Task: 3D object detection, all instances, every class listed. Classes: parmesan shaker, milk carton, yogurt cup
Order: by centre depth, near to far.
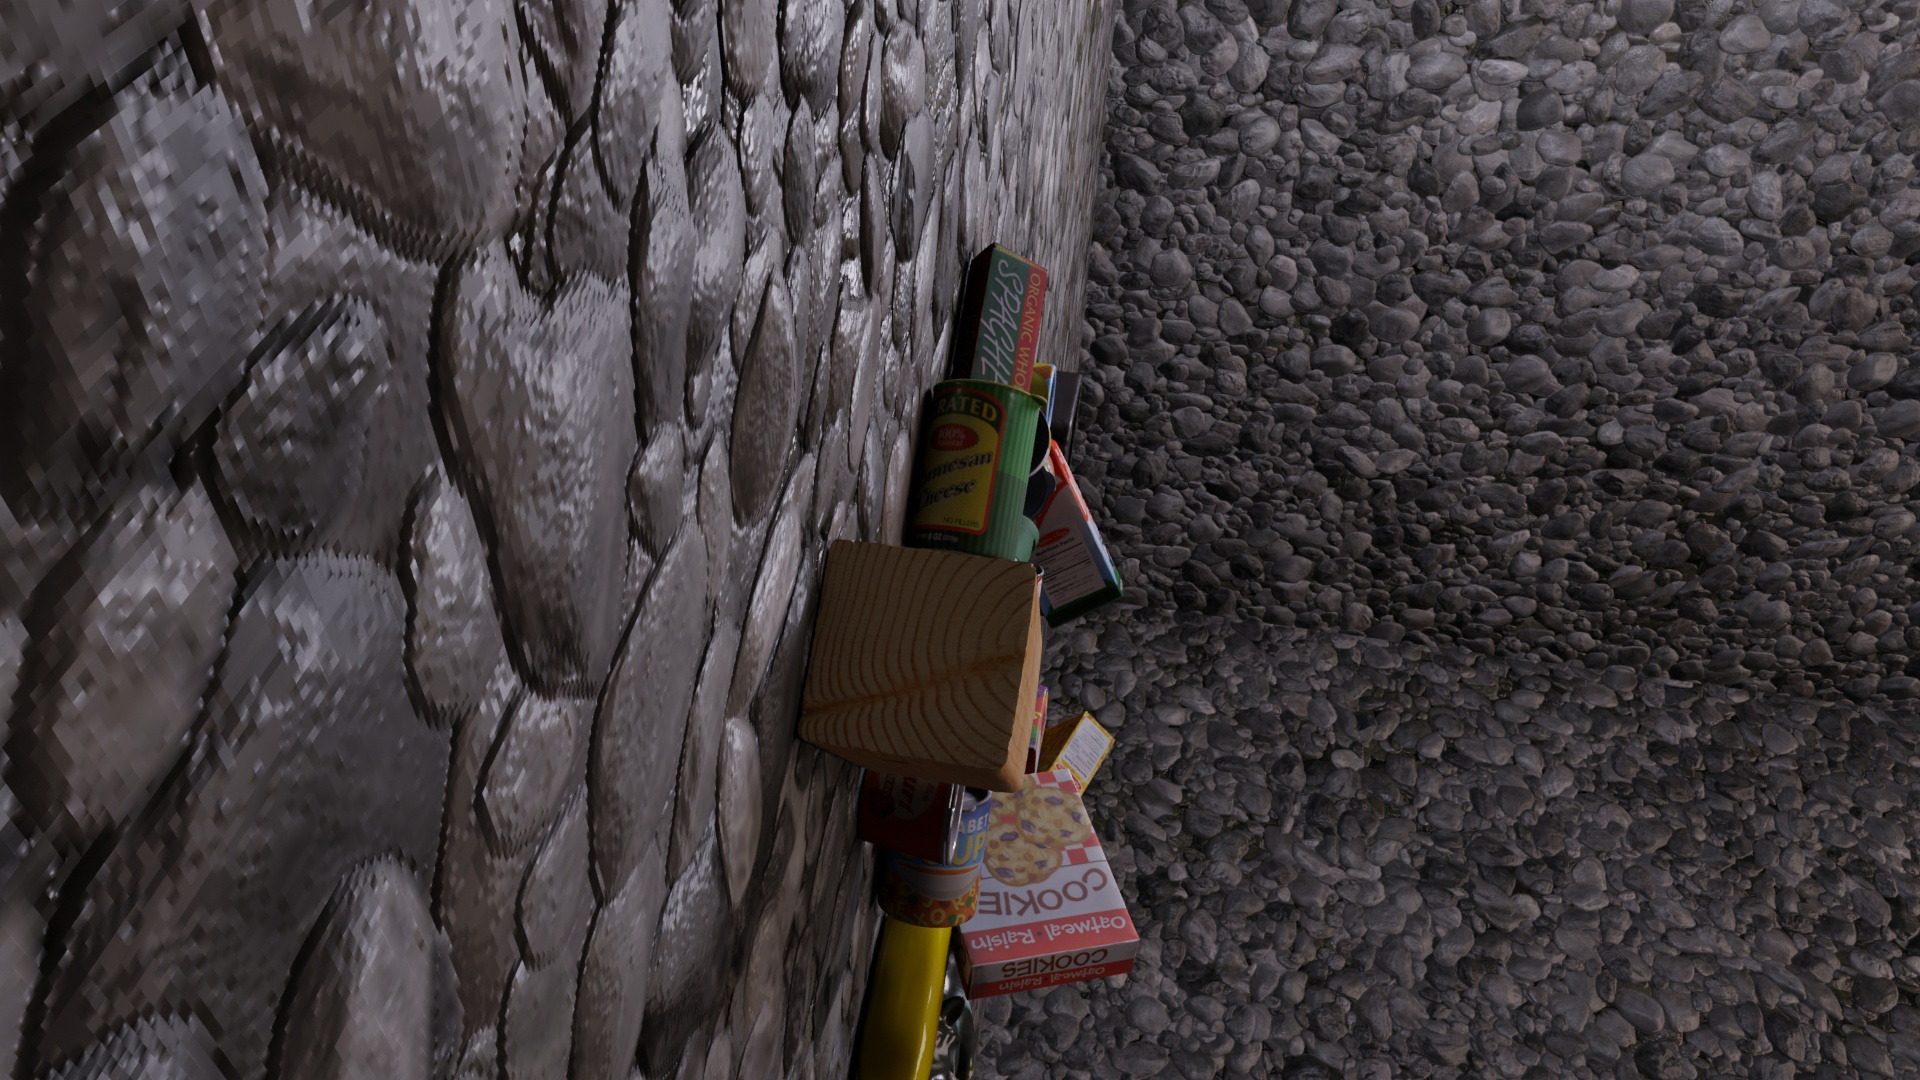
[{"bbox_3d":[-0.027,0.149,0.800,0.072,0.054,0.072,4,94,-84],"label":"yogurt cup"},{"bbox_3d":[0.010,-0.038,0.832,0.071,0.071,0.103,70,28,-78],"label":"parmesan shaker"},{"bbox_3d":[0.075,-0.025,1.251,0.190,0.073,0.072,64,9,-4],"label":"milk carton"}]

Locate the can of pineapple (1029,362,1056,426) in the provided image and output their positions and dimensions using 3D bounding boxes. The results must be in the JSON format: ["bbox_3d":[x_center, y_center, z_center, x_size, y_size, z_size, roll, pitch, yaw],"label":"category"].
[{"bbox_3d":[0.046,-0.117,1.139,0.071,0.058,0.071,4,94,-84],"label":"can of pineapple"}]

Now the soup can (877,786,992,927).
[{"bbox_3d":[-0.016,0.199,0.897,0.071,0.071,0.083,-53,151,-78],"label":"soup can"}]

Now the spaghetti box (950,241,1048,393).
[{"bbox_3d":[0.015,-0.073,0.911,0.028,0.050,0.250,-15,-120,55],"label":"spaghetti box"}]

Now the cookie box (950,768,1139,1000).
[{"bbox_3d":[0.045,0.248,1.021,0.168,0.123,0.040,-112,-158,-51],"label":"cookie box"}]

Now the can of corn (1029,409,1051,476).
[{"bbox_3d":[0.034,-0.079,1.045,0.058,0.071,0.071,-6,104,-85],"label":"can of corn"}]

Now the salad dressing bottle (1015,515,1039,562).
[{"bbox_3d":[0.014,0.041,0.965,0.064,0.044,0.148,98,15,-49],"label":"salad dressing bottle"}]

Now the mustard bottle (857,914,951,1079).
[{"bbox_3d":[-0.034,0.295,0.947,0.065,0.049,0.161,86,12,-55],"label":"mustard bottle"}]

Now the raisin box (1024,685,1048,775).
[{"bbox_3d":[0.026,0.159,1.165,0.124,0.086,0.040,-65,157,-71],"label":"raisin box"}]

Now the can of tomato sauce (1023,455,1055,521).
[{"bbox_3d":[0.046,-0.051,1.167,0.083,0.071,0.071,-57,154,-78],"label":"can of tomato sauce"}]

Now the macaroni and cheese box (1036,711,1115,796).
[{"bbox_3d":[0.046,0.229,1.171,0.123,0.040,0.167,-35,-168,51],"label":"macaroni and cheese box"}]
